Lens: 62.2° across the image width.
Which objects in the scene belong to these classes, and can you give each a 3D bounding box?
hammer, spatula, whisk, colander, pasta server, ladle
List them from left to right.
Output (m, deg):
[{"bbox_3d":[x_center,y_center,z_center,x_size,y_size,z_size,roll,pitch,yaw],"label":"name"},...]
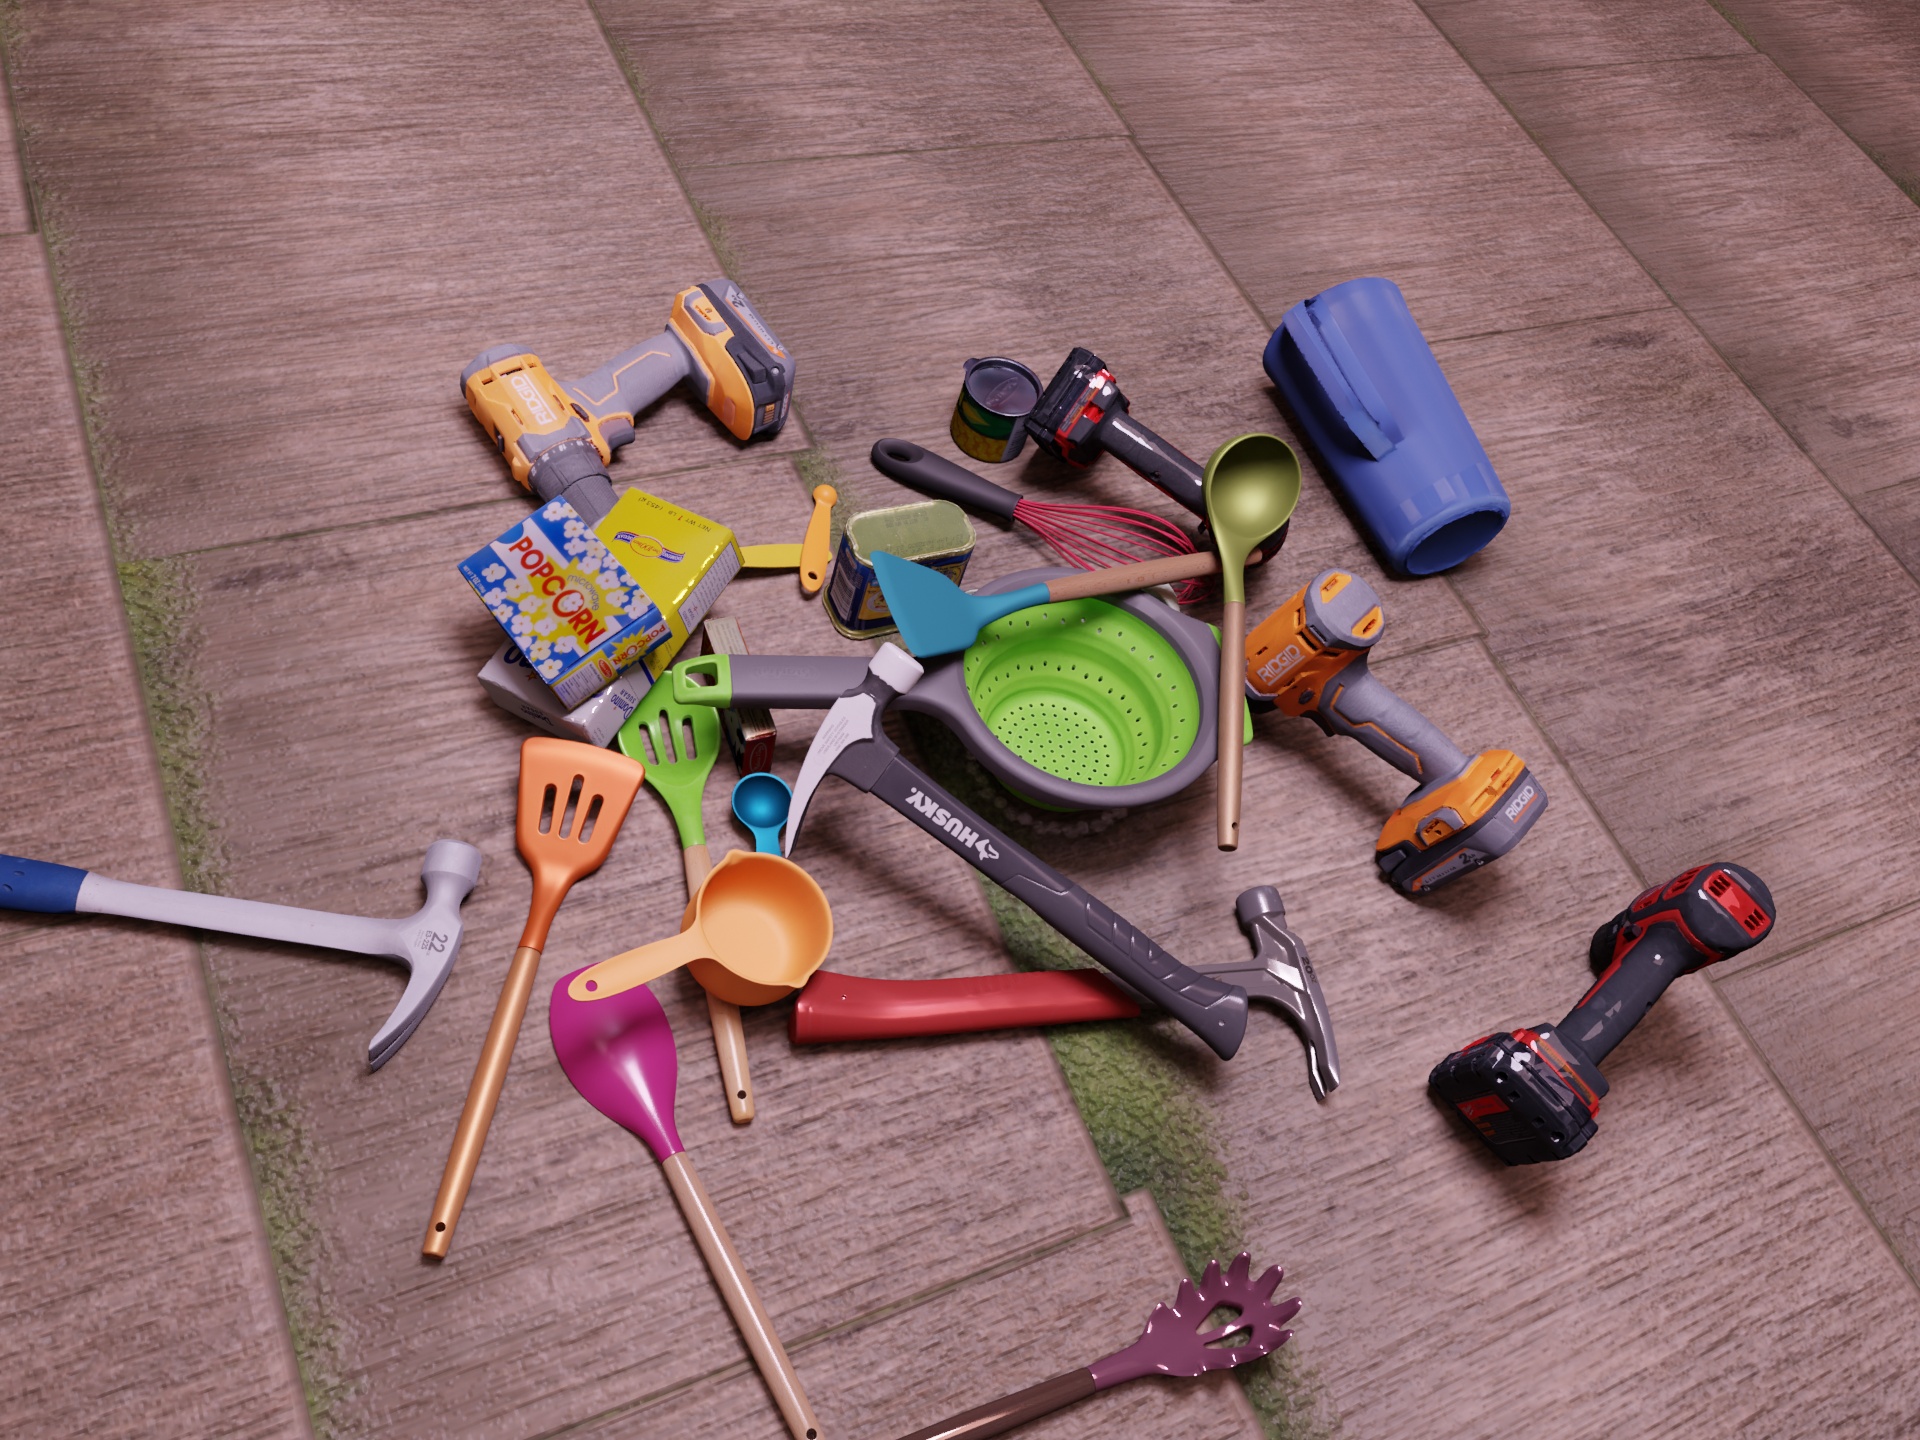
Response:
[{"bbox_3d":[-0.499,0.106,0.921,0.405,0.035,0.144,10,54,-9],"label":"hammer"},{"bbox_3d":[-0.265,0.157,0.951,0.081,0.041,0.323,14,55,-8],"label":"spatula"},{"bbox_3d":[-0.002,-0.004,1.103,0.397,0.094,0.205,0,54,-16],"label":"colander"},{"bbox_3d":[0.042,0.107,1.005,0.335,0.035,0.146,37,94,-2],"label":"hammer"},{"bbox_3d":[0.063,-0.160,1.258,0.296,0.073,0.073,24,53,9],"label":"whisk"},{"bbox_3d":[0.050,0.377,0.893,0.316,0.040,0.060,-12,48,-22],"label":"pasta server"},{"bbox_3d":[0.068,0.188,1.030,0.359,0.036,0.149,-2,57,-18],"label":"hammer"},{"bbox_3d":[0.085,-0.097,1.109,0.317,0.044,0.082,-13,67,-25],"label":"spatula"},{"bbox_3d":[0.196,-0.061,1.097,0.078,0.062,0.320,22,58,-26],"label":"ladle"}]

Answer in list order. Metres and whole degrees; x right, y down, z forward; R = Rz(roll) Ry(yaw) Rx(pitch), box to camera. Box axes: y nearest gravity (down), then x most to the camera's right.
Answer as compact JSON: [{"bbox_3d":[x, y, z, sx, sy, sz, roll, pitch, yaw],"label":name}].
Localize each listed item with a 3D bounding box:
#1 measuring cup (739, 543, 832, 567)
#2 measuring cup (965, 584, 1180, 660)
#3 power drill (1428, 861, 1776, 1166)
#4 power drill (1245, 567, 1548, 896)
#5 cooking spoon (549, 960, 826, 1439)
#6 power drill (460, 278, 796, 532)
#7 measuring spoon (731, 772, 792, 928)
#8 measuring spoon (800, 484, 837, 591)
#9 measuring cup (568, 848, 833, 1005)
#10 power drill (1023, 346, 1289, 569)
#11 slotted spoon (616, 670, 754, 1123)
[{"bbox_3d":[-0.167,-0.112,1.182,0.156,0.029,0.062,-7,58,-34],"label":"measuring cup"},{"bbox_3d":[0.086,-0.088,1.216,0.167,0.083,0.038,10,35,11],"label":"measuring cup"},{"bbox_3d":[0.423,0.193,1.067,0.227,0.187,0.080,-39,78,-14],"label":"power drill"},{"bbox_3d":[0.293,0.014,1.156,0.226,0.164,0.084,49,56,3],"label":"power drill"},{"bbox_3d":[-0.154,0.274,0.916,0.068,0.017,0.319,-21,64,-26],"label":"cooking spoon"},{"bbox_3d":[-0.236,-0.229,1.205,0.226,0.084,0.185,-27,70,-26],"label":"power drill"},{"bbox_3d":[-0.128,0.097,1.051,0.042,0.021,0.129,-1,66,-18],"label":"measuring spoon"},{"bbox_3d":[-0.107,-0.141,1.212,0.021,0.011,0.117,20,46,-18],"label":"measuring spoon"},{"bbox_3d":[-0.160,0.142,0.952,0.173,0.052,0.095,-18,70,-36],"label":"measuring cup"},{"bbox_3d":[0.165,-0.198,1.271,0.220,0.143,0.078,36,96,9],"label":"power drill"},{"bbox_3d":[-0.169,0.107,1.023,0.070,0.031,0.314,-7,60,-18],"label":"slotted spoon"}]
